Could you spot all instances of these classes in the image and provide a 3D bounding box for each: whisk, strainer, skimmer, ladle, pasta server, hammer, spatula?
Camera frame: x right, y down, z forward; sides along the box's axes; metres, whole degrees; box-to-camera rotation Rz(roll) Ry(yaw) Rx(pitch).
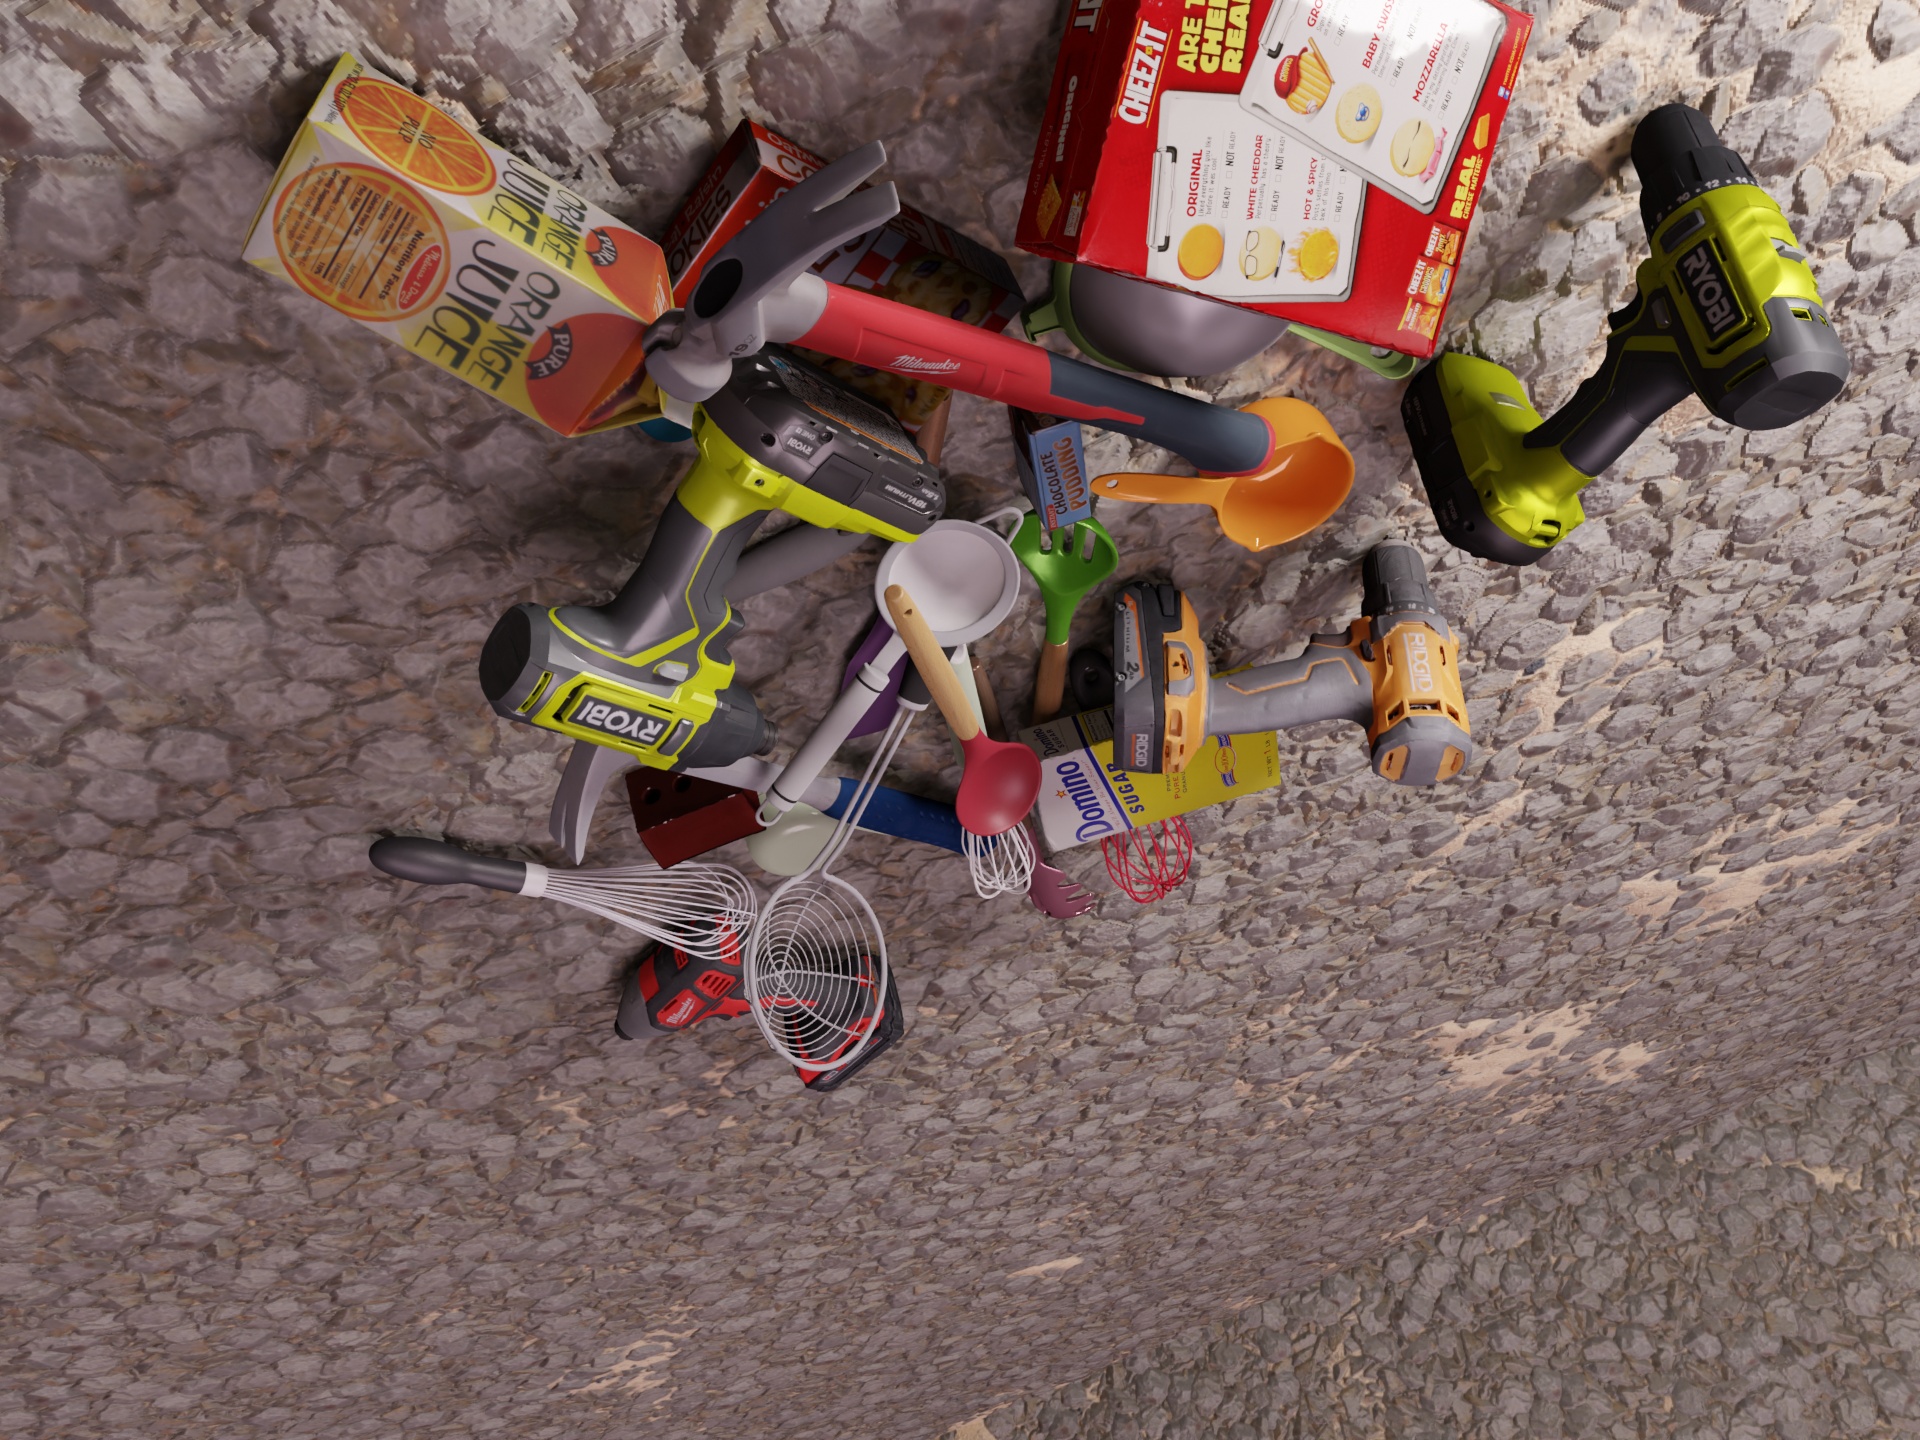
[{"bbox_3d":[-0.269,0.118,1.113,0.284,0.070,0.070,15,132,-32],"label":"whisk"},{"bbox_3d":[-0.050,-0.034,0.959,0.086,0.050,0.258,30,107,-27],"label":"strainer"},{"bbox_3d":[-0.038,0.054,1.012,0.127,0.090,0.363,4,119,-50],"label":"skimmer"},{"bbox_3d":[-0.002,-0.003,0.954,0.069,0.031,0.315,-43,154,-7],"label":"ladle"},{"bbox_3d":[0.010,0.032,1.099,0.058,0.059,0.246,-40,135,-30],"label":"whisk"},{"bbox_3d":[0.047,0.058,1.187,0.040,0.060,0.315,-40,141,-18],"label":"pasta server"},{"bbox_3d":[0.171,-0.218,0.866,0.256,0.069,0.151,13,133,-34],"label":"strainer"},{"bbox_3d":[0.125,0.046,1.201,0.073,0.073,0.295,-21,137,2],"label":"whisk"},{"bbox_3d":[-0.160,-0.066,0.932,0.239,0.055,0.055,-25,144,1],"label":"whisk"},{"bbox_3d":[-0.099,0.051,1.055,0.405,0.035,0.144,20,107,-54],"label":"hammer"},{"bbox_3d":[0.047,-0.170,0.757,0.386,0.038,0.143,3,157,-47],"label":"hammer"},{"bbox_3d":[-0.035,-0.091,0.979,0.059,0.018,0.315,-15,146,-24],"label":"spatula"}]

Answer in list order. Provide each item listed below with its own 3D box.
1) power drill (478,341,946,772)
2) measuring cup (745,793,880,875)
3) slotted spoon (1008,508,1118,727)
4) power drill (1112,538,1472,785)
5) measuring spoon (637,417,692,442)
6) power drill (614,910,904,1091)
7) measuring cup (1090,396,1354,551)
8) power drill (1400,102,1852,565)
[{"bbox_3d":[-0.117,-0.070,0.817,0.171,0.080,0.223,20,119,-42],"label":"power drill"},{"bbox_3d":[-0.079,0.087,1.169,0.167,0.038,0.083,9,135,-30],"label":"measuring cup"},{"bbox_3d":[0.061,-0.042,1.076,0.070,0.031,0.313,14,146,8],"label":"slotted spoon"},{"bbox_3d":[0.215,-0.046,1.056,0.226,0.186,0.084,0,143,5],"label":"power drill"},{"bbox_3d":[-0.112,-0.157,0.854,0.128,0.021,0.042,5,138,-28],"label":"measuring spoon"},{"bbox_3d":[-0.166,0.231,1.289,0.219,0.079,0.143,23,126,-40],"label":"power drill"},{"bbox_3d":[0.150,-0.154,0.956,0.173,0.052,0.095,-1,140,-21],"label":"measuring cup"},{"bbox_3d":[0.360,-0.210,0.894,0.080,0.191,0.228,5,151,-30],"label":"power drill"}]
